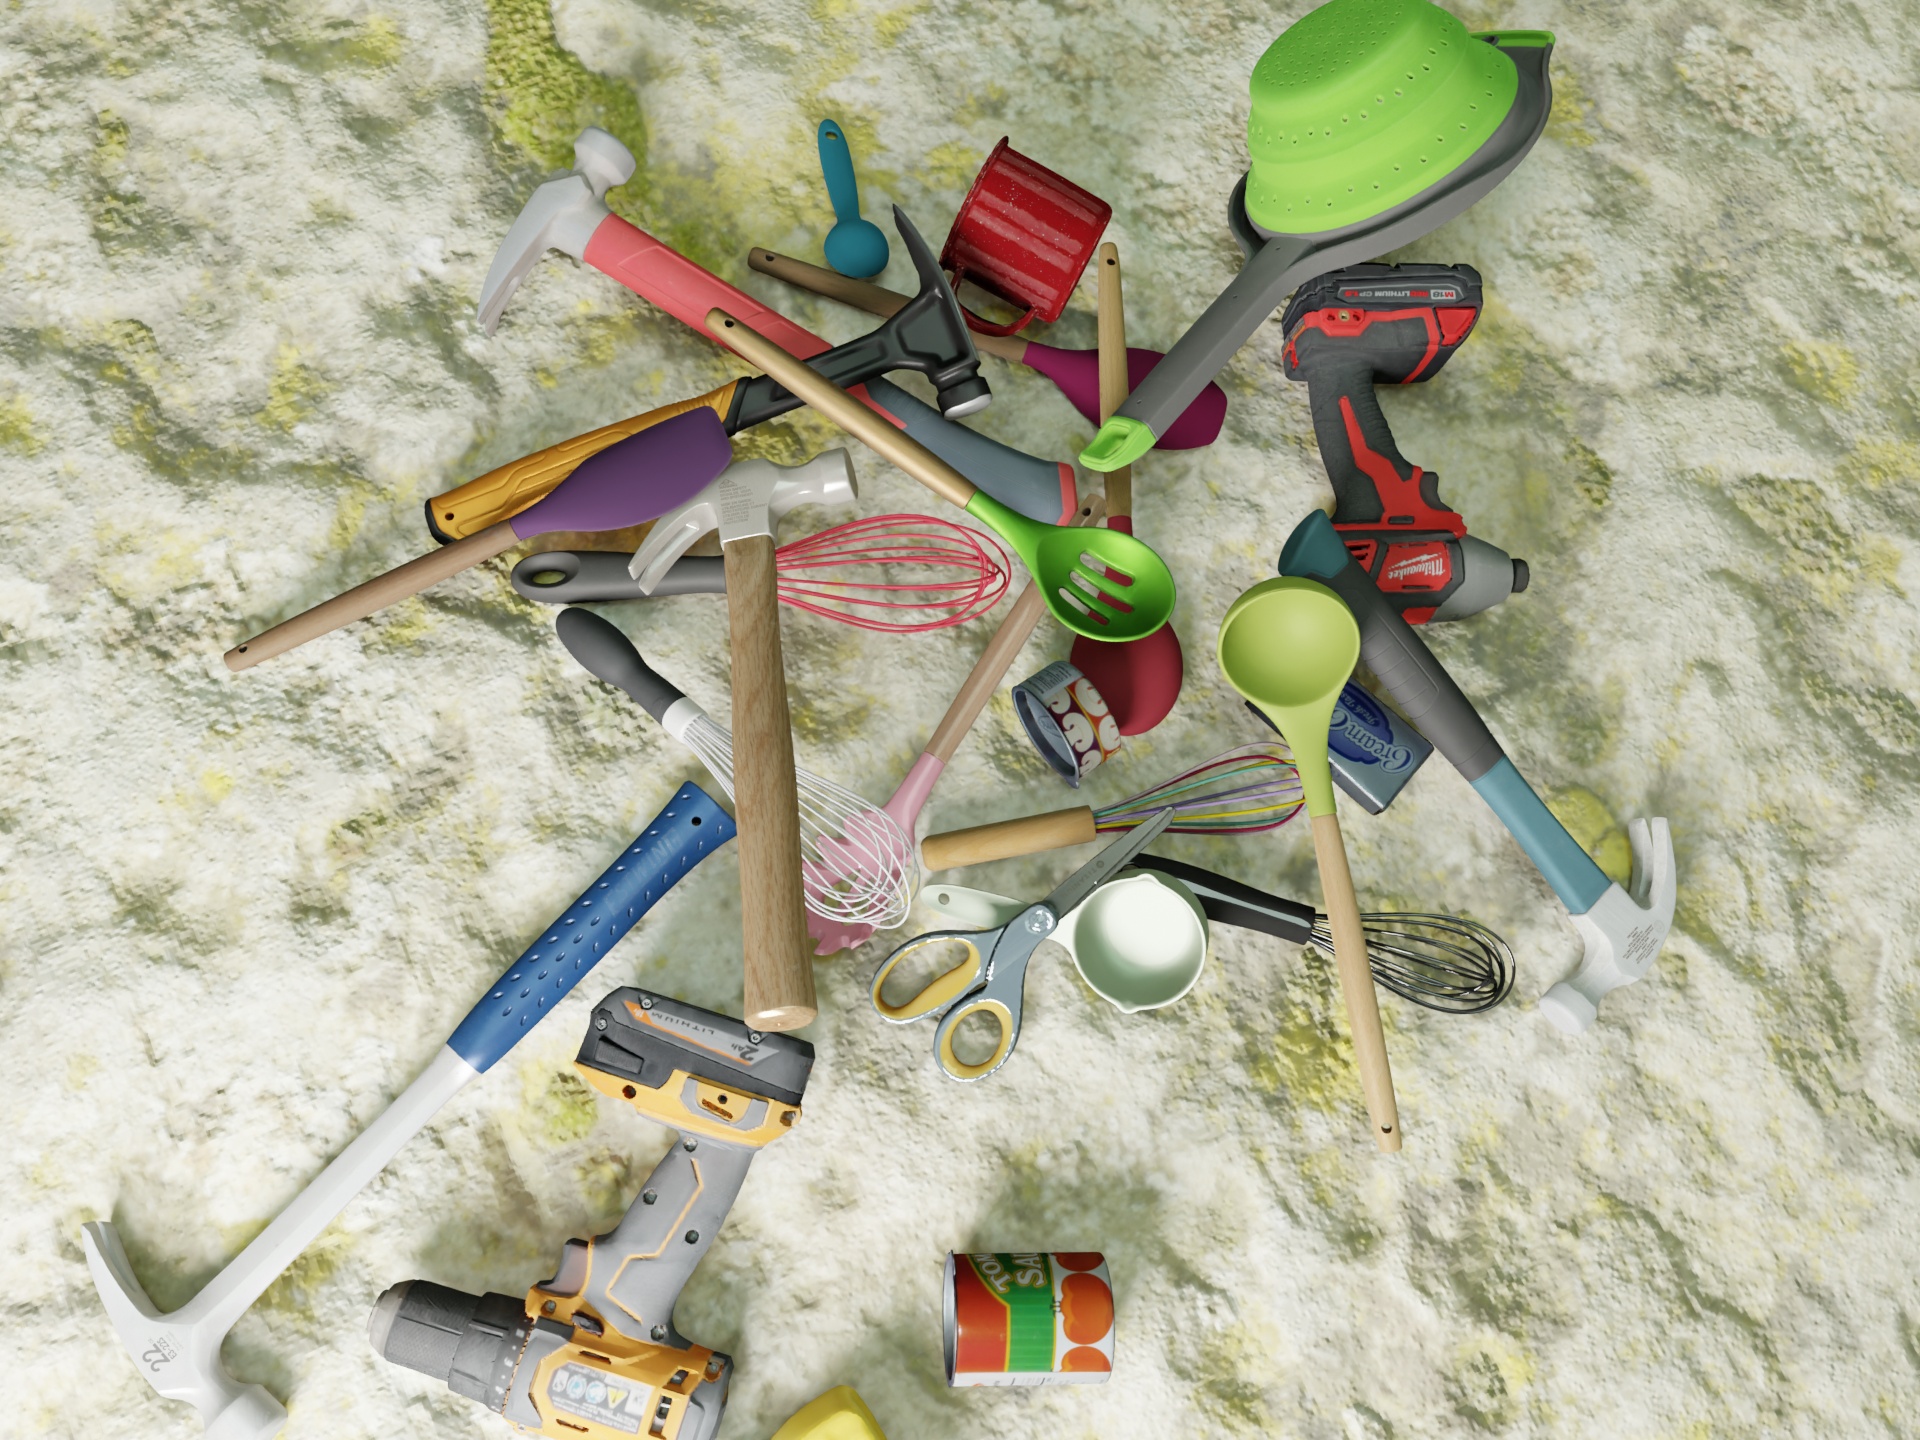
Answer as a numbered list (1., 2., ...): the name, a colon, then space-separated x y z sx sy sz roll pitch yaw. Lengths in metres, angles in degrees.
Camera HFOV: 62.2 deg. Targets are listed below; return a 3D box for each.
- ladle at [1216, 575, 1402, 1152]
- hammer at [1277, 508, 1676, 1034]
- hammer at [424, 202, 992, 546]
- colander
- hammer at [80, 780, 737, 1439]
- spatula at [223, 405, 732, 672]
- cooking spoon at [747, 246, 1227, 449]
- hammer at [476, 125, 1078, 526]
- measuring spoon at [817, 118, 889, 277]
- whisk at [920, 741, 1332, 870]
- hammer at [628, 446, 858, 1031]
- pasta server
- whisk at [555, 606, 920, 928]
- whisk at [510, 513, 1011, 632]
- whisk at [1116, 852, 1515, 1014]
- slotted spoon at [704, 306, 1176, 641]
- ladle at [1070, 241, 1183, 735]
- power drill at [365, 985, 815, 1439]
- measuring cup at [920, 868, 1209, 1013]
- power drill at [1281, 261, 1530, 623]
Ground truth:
1. ladle: 0.204 0.079 0.872 0.078 0.062 0.320 -12 85 14
2. hammer: 0.296 0.017 0.924 0.128 0.033 0.331 -41 95 -15
3. hammer: -0.158 -0.183 0.937 0.337 0.034 0.127 -22 90 0
4. colander: 0.190 -0.316 0.952 0.397 0.205 0.094 -48 127 -11
5. hammer: -0.280 0.186 0.856 0.144 0.035 0.405 42 75 6
6. spatula: -0.276 -0.097 0.909 0.316 0.018 0.060 -24 66 2
7. cooking spoon: 0.017 -0.242 1.009 0.319 0.017 0.069 19 73 0
8. hammer: -0.104 -0.207 0.975 0.386 0.038 0.143 32 84 2
9. measuring spoon: -0.073 -0.341 1.018 0.042 0.021 0.129 -6 68 -17
10. whisk: 0.098 0.055 0.930 0.245 0.051 0.047 -11 55 -4
11. hammer: -0.108 0.001 0.840 0.130 0.031 0.332 -11 61 6
12. pasta server: -0.001 -0.003 0.918 0.060 0.040 0.316 30 80 15
13. whisk: -0.131 0.018 0.883 0.285 0.070 0.070 38 74 22
14. whisk: -0.118 -0.086 0.937 0.296 0.073 0.073 -1 75 1
15. whisk: 0.200 0.115 0.916 0.239 0.055 0.055 16 74 4
16. slotted spoon: -0.014 -0.143 0.911 0.313 0.031 0.070 34 71 -2
17. ladle: 0.098 -0.148 0.976 0.069 0.031 0.315 0 78 -6
18. power drill: -0.187 0.255 0.826 0.185 0.084 0.226 17 79 0
19. measuring cup: 0.060 0.112 0.909 0.167 0.038 0.083 11 104 17
20. power drill: 0.273 -0.166 0.985 0.143 0.078 0.220 -1 78 -4
